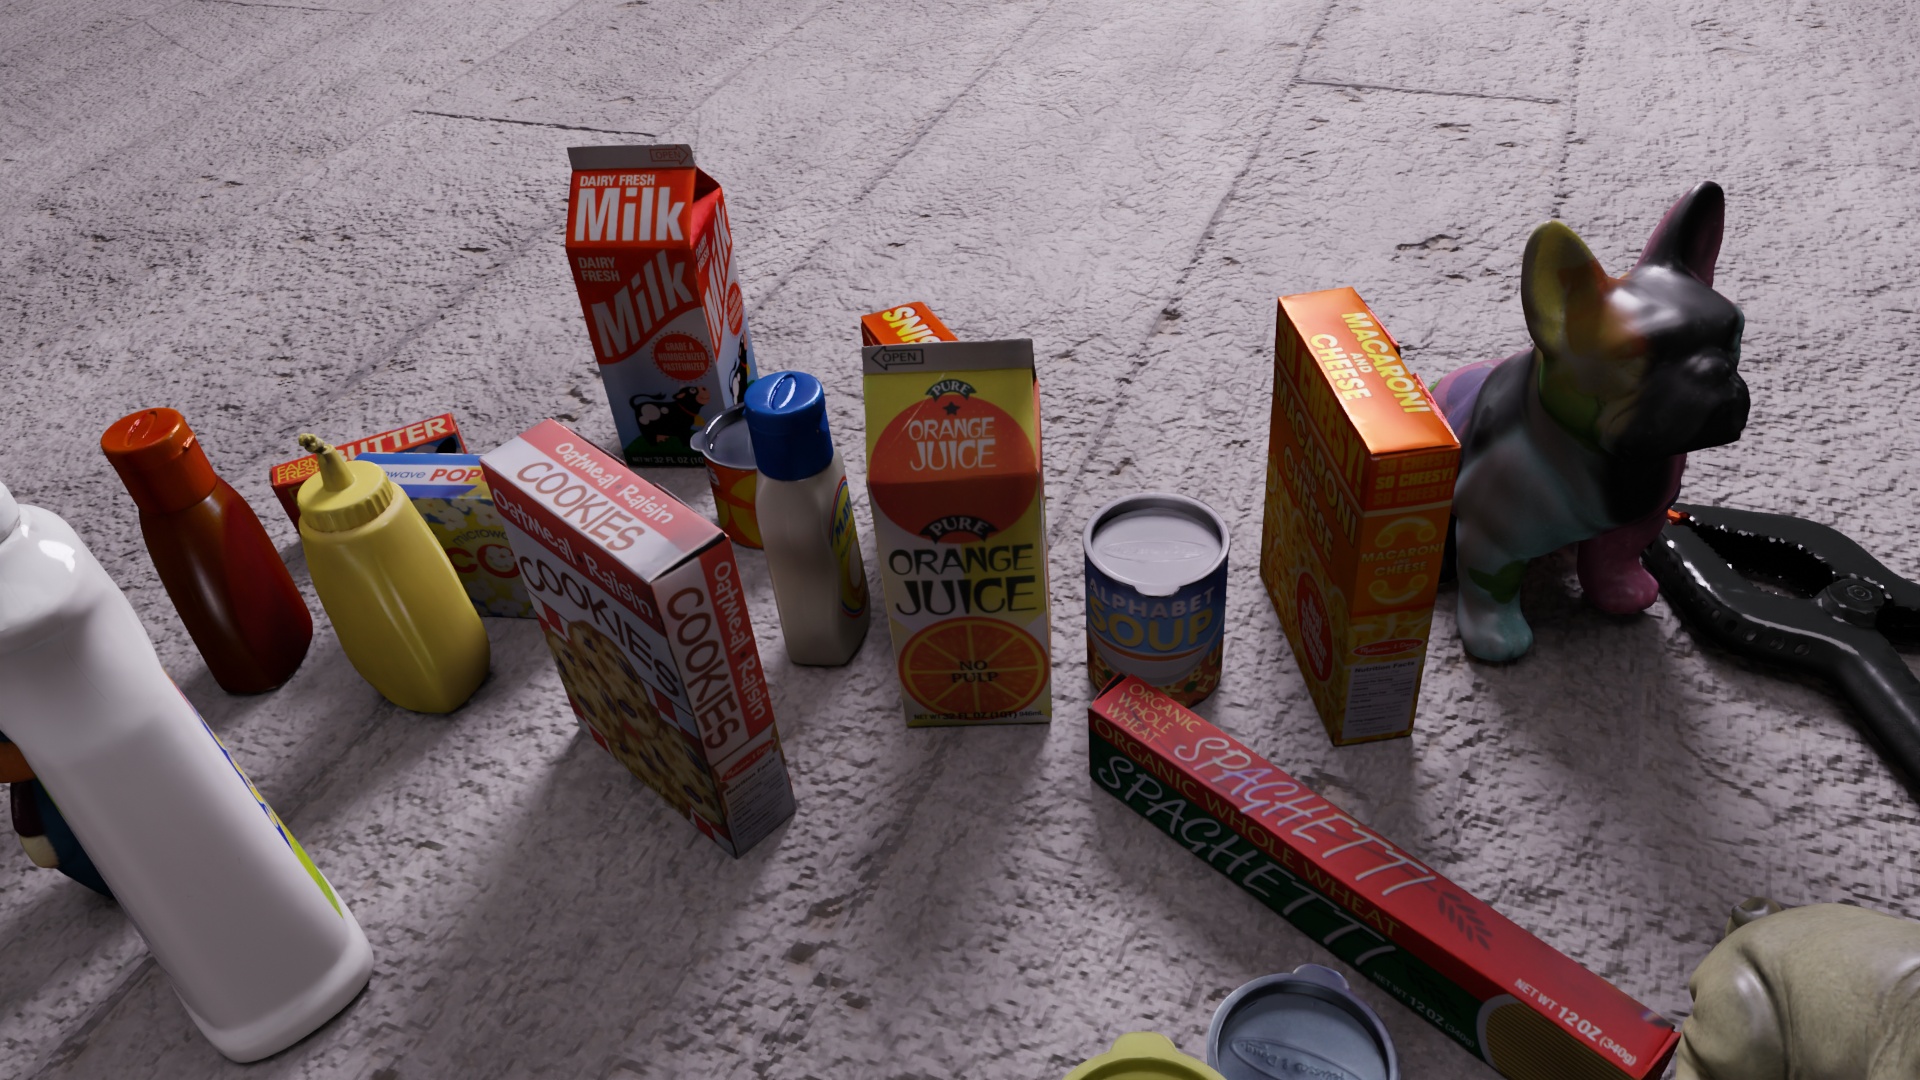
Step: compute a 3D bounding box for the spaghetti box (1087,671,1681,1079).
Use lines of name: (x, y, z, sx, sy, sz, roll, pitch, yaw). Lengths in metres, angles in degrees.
spaghetti box: (0.148, 0.134, 0.545, 0.029, 0.050, 0.250, -34, 47, -29)

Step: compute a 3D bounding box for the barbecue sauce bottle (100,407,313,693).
barbecue sauce bottle: (-0.370, 0.004, 0.686, 0.044, 0.147, 0.065, -6, 40, 0)

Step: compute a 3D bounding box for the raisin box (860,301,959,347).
raisin box: (-0.014, -0.051, 0.726, 0.040, 0.122, 0.086, -20, 42, -16)

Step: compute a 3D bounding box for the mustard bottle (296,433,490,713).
mustard bottle: (-0.273, 0.012, 0.655, 0.065, 0.159, 0.049, 12, 43, 20)

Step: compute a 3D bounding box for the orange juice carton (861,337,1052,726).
orange juice carton: (0.002, -0.008, 0.620, 0.072, 0.191, 0.073, -3, 40, 4)

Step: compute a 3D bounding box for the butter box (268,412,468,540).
butter box: (-0.334, -0.033, 0.798, 0.104, 0.052, 0.024, -20, 42, -16)

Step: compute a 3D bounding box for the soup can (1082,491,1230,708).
soup can: (0.090, 0.031, 0.647, 0.071, 0.083, 0.072, -3, 40, 3)

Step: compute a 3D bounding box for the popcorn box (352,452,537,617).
popcorn box: (-0.252, -0.002, 0.728, 0.127, 0.084, 0.038, 1, 41, 9)

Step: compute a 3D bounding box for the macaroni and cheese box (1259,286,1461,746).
macaroni and cheese box: (0.173, -0.011, 0.623, 0.040, 0.165, 0.124, -8, 40, -2)

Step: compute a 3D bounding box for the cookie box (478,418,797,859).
cookie box: (-0.135, 0.043, 0.597, 0.123, 0.166, 0.040, 29, 51, 35)

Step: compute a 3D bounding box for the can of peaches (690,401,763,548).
can of peaches: (-0.109, -0.037, 0.772, 0.071, 0.057, 0.071, -3, 40, 3)

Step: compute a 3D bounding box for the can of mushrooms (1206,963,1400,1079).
can of mushrooms: (0.121, 0.190, 0.495, 0.071, 0.033, 0.071, -3, 40, 3)

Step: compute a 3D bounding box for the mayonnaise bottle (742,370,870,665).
mayonnaise bottle: (-0.073, -0.010, 0.667, 0.041, 0.147, 0.065, 2, 41, 10)

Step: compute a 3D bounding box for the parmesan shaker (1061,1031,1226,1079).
parmesan shaker: (0.057, 0.210, 0.425, 0.071, 0.102, 0.072, -4, 40, 3)

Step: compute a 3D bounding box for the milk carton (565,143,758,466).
milk carton: (-0.169, -0.138, 0.797, 0.072, 0.189, 0.074, 0, 40, 7)
